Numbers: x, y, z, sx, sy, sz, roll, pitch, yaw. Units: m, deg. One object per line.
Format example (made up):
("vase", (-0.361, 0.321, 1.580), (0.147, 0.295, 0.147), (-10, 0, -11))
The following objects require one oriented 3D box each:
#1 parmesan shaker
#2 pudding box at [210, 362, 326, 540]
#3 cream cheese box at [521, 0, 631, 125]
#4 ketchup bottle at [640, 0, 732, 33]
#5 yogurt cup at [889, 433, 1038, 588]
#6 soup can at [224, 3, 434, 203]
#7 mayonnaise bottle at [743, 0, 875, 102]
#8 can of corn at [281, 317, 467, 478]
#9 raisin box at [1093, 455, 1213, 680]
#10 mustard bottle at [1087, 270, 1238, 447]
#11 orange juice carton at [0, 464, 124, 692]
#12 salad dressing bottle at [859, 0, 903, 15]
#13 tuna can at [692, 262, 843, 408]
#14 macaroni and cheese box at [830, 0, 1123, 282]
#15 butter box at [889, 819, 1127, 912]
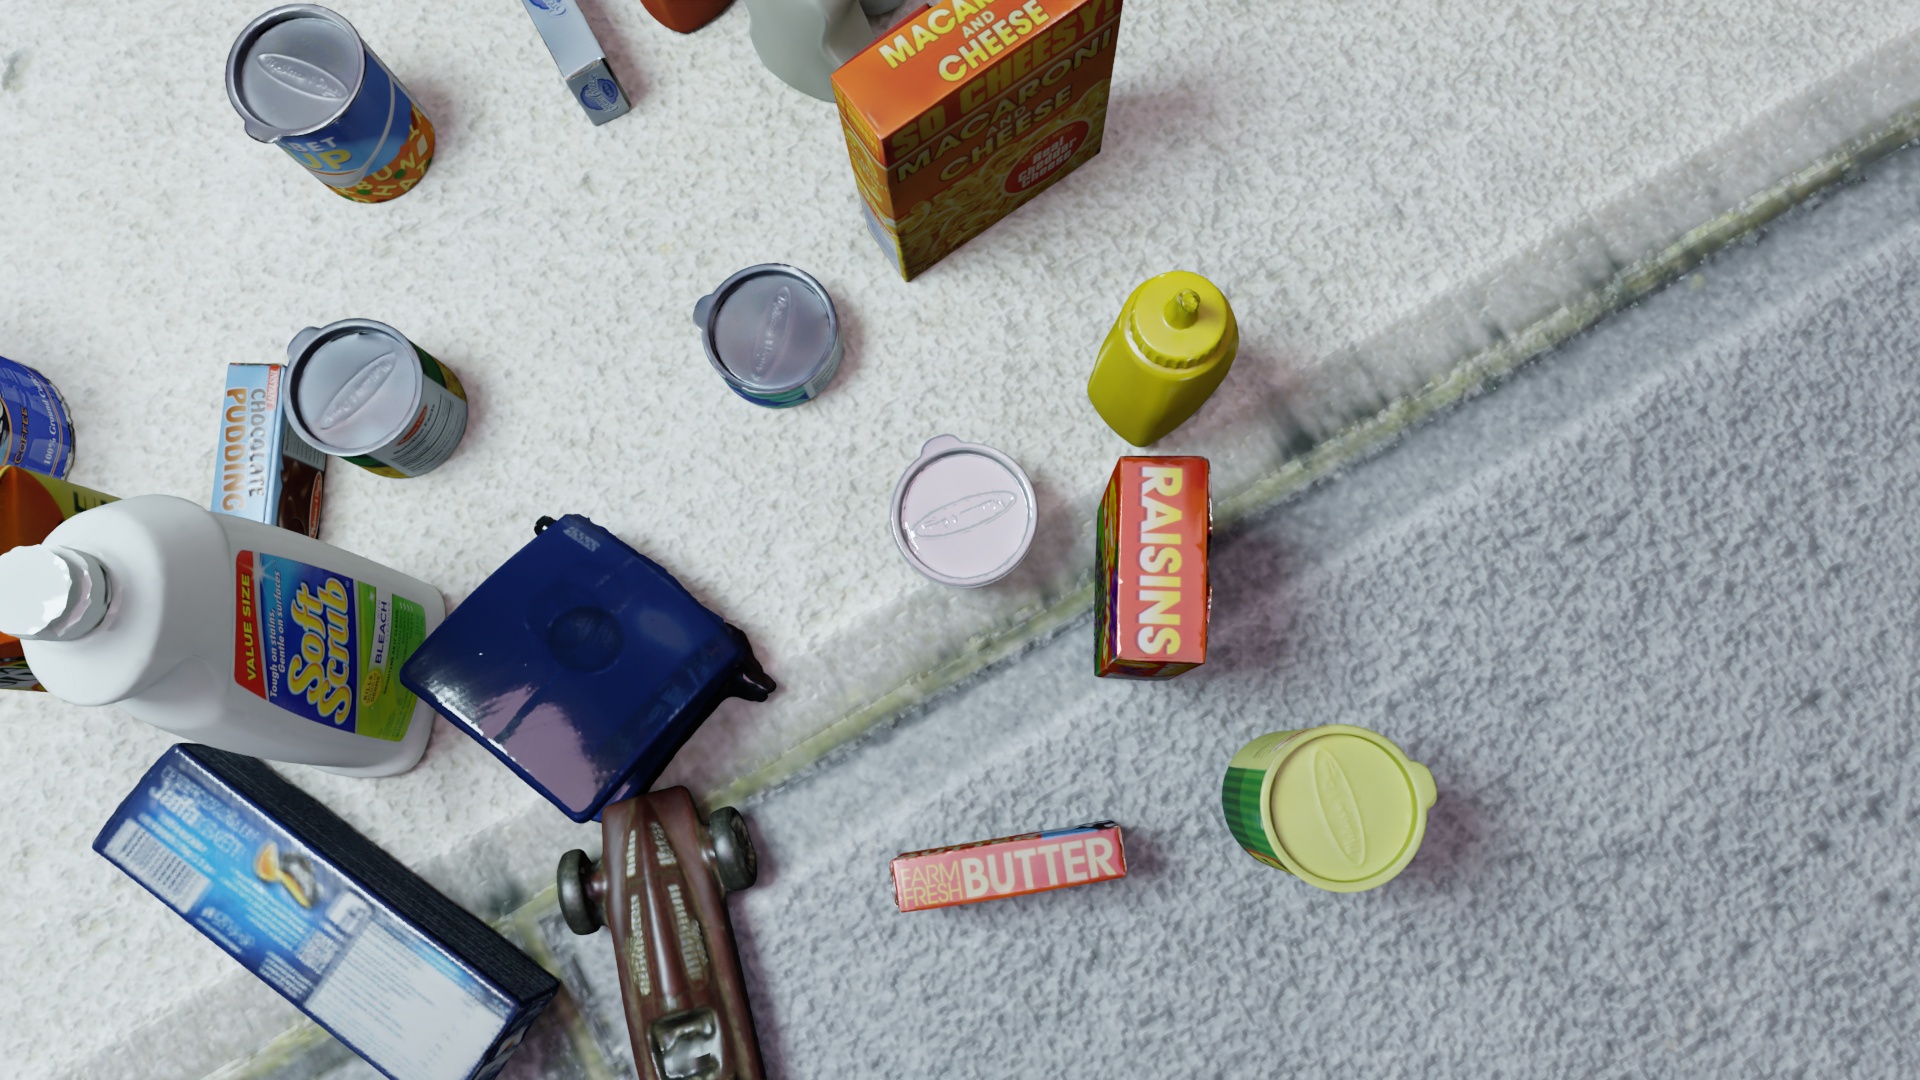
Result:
("parmesan shaker", (0.157, 0.114, 0.604), (0.071, 0.103, 0.071), (0, 81, 2))
("pudding box", (-0.332, -0.040, 0.671), (0.030, 0.049, 0.084), (1, 80, 2))
("cream cheese box", (-0.205, -0.267, 0.705), (0.024, 0.053, 0.104), (-29, 81, -3))
("ketchup bottle", (-0.140, -0.306, 0.662), (0.043, 0.148, 0.065), (39, 84, 7))
("yogurt cup", (0.002, -0.008, 0.654), (0.072, 0.054, 0.072), (0, 80, 2))
("soup can", (-0.308, -0.210, 0.683), (0.071, 0.083, 0.071), (0, 81, 2))
("mayonnaise bottle", (-0.076, -0.261, 0.652), (0.065, 0.148, 0.041), (26, 83, 6))
("can of corn", (-0.282, -0.069, 0.670), (0.071, 0.058, 0.071), (0, 80, 2))
("raisin box", (0.083, 0.017, 0.612), (0.040, 0.123, 0.086), (3, 81, 2))
("mustard bottle", (0.092, -0.085, 0.611), (0.065, 0.160, 0.049), (-42, 82, -5))
("orange juice carton", (-0.397, 0.020, 0.590), (0.072, 0.192, 0.073), (-12, 81, 0))
("salad dressing bottle", (-0.050, -0.308, 0.660), (0.044, 0.147, 0.064), (2, 81, 2))
("tuna can", (-0.094, -0.100, 0.684), (0.071, 0.033, 0.071), (0, 80, 2))
("macaroni and cheese box", (0.009, -0.192, 0.629), (0.124, 0.166, 0.040), (-35, 81, -4))
("butter box", (0.022, 0.147, 0.627), (0.103, 0.053, 0.024), (-9, 81, 0))
